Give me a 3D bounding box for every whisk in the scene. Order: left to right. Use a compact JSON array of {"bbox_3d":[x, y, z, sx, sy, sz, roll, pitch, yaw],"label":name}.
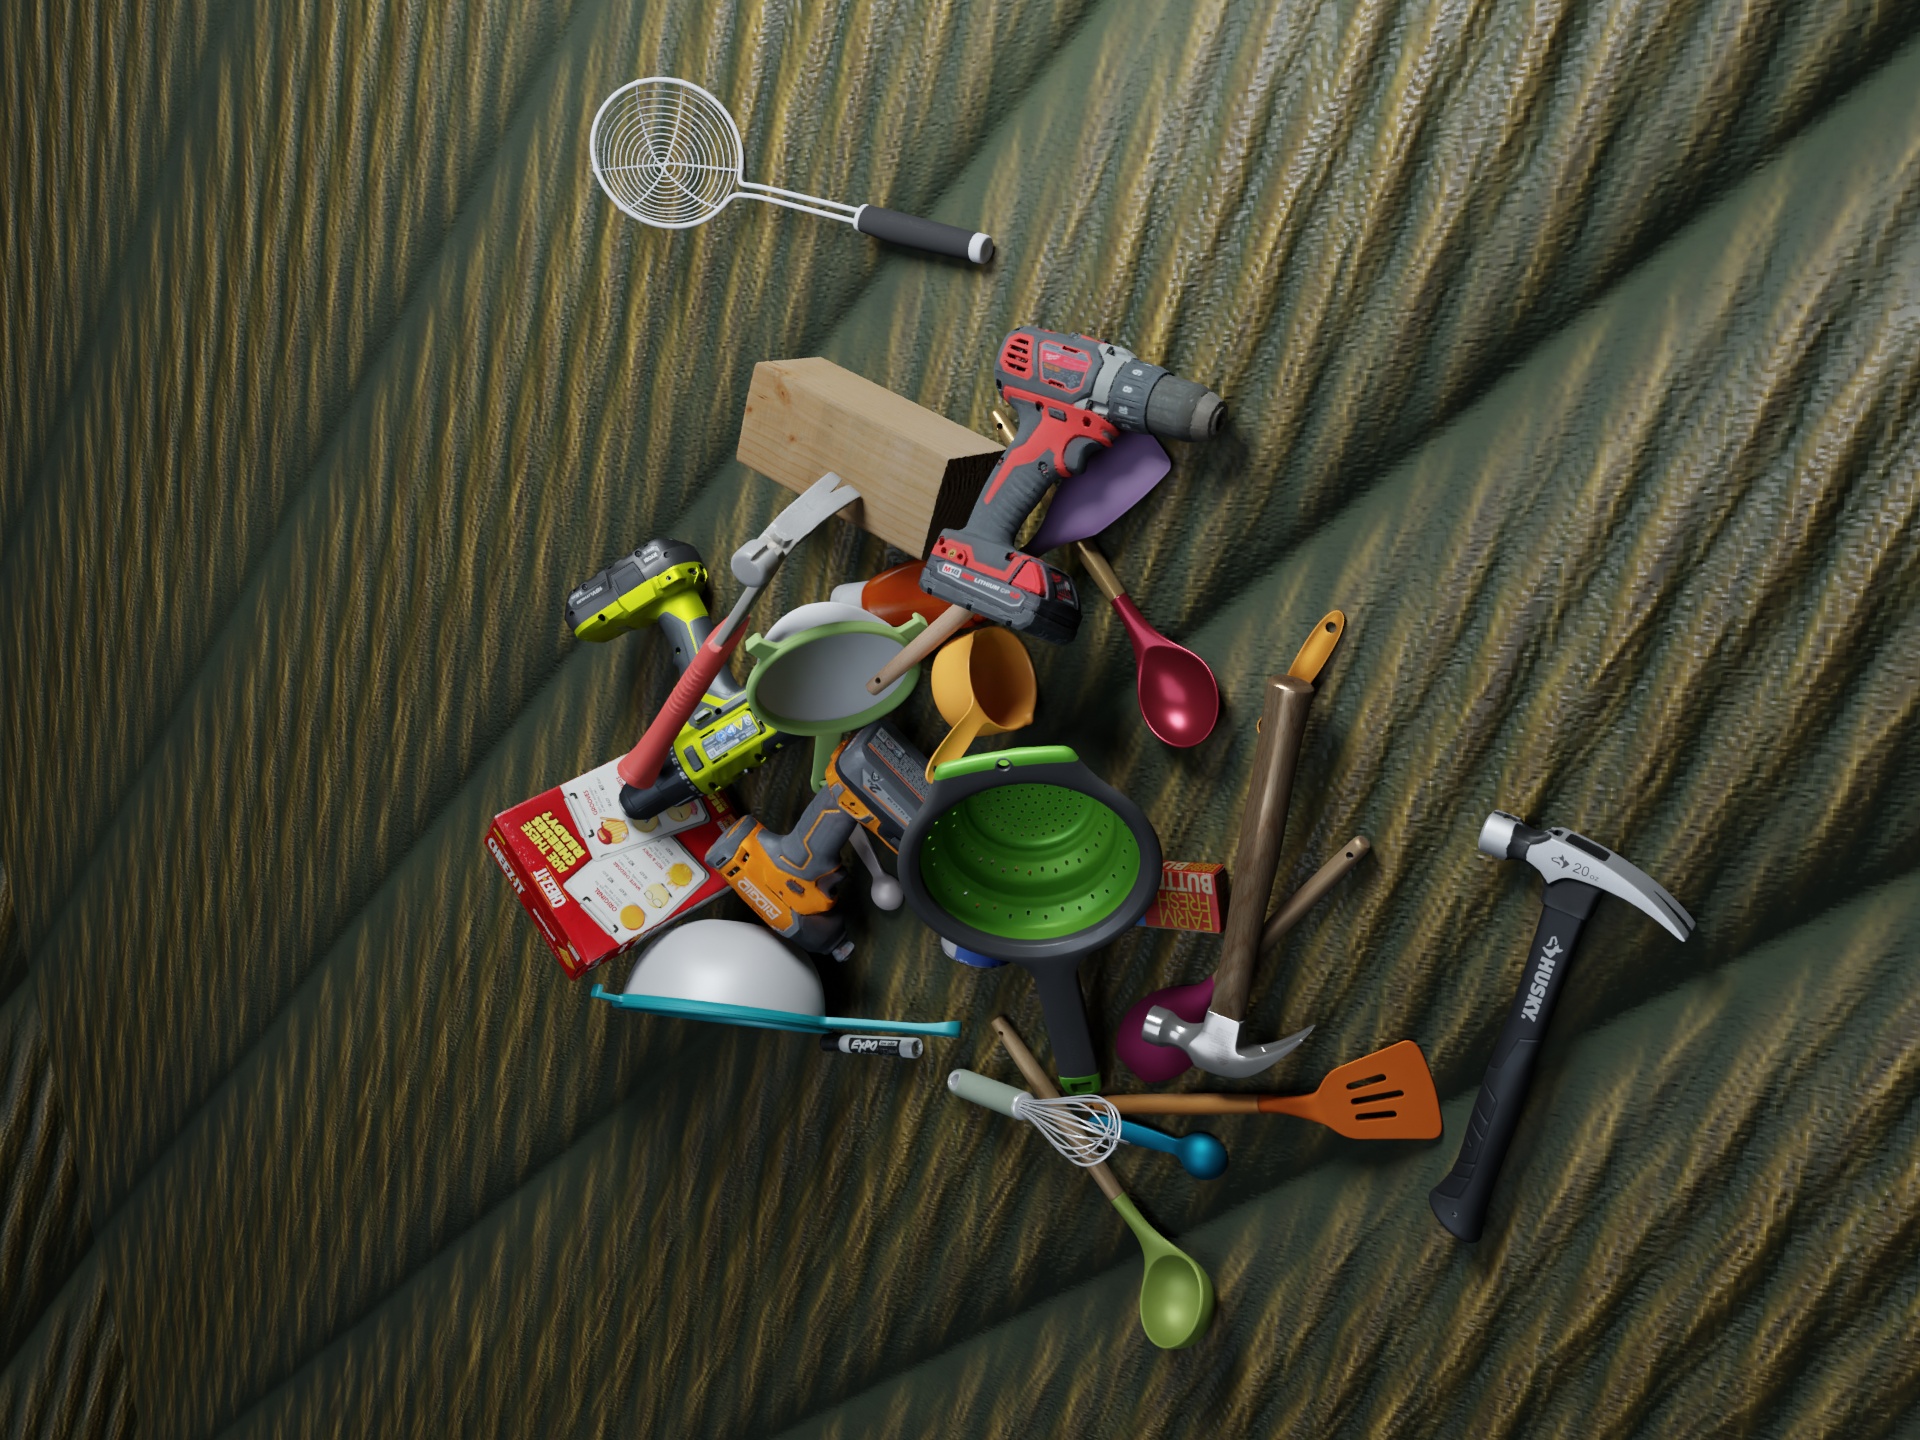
[{"bbox_3d":[0.060,0.337,1.382,0.246,0.059,0.058,1,69,58],"label":"whisk"}]

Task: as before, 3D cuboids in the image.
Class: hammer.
[{"bbox_3d":[-0.203,-0.058,1.331,0.036,0.149,0.359,40,132,0],"label":"hammer"},{"bbox_3d":[0.226,0.125,1.215,0.130,0.031,0.331,18,113,26],"label":"hammer"},{"bbox_3d":[0.407,0.238,1.145,0.146,0.035,0.334,23,117,29],"label":"hammer"}]

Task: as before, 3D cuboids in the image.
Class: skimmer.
[{"bbox_3d":[-0.141,-0.438,1.300,0.363,0.090,0.127,23,85,26],"label":"skimmer"}]

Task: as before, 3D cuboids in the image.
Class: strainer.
[{"bbox_3d":[-0.160,0.243,1.505,0.340,0.210,0.095,2,76,16],"label":"strainer"},{"bbox_3d":[-0.119,-0.026,1.399,0.256,0.151,0.069,102,155,-55],"label":"strainer"}]

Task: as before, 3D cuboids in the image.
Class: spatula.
[{"bbox_3d":[0.036,-0.120,1.269,0.316,0.018,0.060,-40,72,22],"label":"spatula"},{"bbox_3d":[0.232,0.311,1.304,0.322,0.041,0.081,-13,97,42],"label":"spatula"}]

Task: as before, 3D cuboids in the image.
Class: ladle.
[{"bbox_3d":[0.116,0.399,1.393,0.078,0.062,0.320,-44,74,35],"label":"ladle"},{"bbox_3d":[0.109,-0.117,1.257,0.069,0.031,0.315,-37,79,28],"label":"ladle"}]

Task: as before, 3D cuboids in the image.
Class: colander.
[{"bbox_3d":[0.071,0.152,1.306,0.204,0.095,0.396,-8,127,9],"label":"colander"}]

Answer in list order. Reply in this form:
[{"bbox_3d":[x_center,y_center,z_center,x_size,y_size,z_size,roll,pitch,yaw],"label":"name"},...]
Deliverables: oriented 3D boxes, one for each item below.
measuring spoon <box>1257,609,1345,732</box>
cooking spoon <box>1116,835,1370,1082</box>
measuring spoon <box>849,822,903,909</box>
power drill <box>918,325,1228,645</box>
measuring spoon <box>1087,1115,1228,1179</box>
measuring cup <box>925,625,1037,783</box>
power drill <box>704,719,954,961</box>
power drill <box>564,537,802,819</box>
[{"bbox_3d":[0.256,-0.034,1.189,0.021,0.011,0.117,38,119,21],"label":"measuring spoon"},{"bbox_3d":[0.222,0.194,1.275,0.069,0.017,0.318,46,126,13],"label":"cooking spoon"},{"bbox_3d":[-0.094,0.123,1.482,0.034,0.018,0.124,-35,83,38],"label":"measuring spoon"},{"bbox_3d":[0.084,-0.174,1.195,0.188,0.080,0.226,24,95,29],"label":"power drill"},{"bbox_3d":[0.164,0.364,1.360,0.129,0.021,0.042,10,112,27],"label":"measuring spoon"},{"bbox_3d":[-0.002,-0.004,1.285,0.052,0.174,0.095,-12,121,42],"label":"measuring cup"},{"bbox_3d":[-0.105,0.118,1.428,0.164,0.084,0.226,46,122,-9],"label":"power drill"},{"bbox_3d":[-0.273,-0.035,1.488,0.190,0.080,0.228,-31,82,6],"label":"power drill"}]
